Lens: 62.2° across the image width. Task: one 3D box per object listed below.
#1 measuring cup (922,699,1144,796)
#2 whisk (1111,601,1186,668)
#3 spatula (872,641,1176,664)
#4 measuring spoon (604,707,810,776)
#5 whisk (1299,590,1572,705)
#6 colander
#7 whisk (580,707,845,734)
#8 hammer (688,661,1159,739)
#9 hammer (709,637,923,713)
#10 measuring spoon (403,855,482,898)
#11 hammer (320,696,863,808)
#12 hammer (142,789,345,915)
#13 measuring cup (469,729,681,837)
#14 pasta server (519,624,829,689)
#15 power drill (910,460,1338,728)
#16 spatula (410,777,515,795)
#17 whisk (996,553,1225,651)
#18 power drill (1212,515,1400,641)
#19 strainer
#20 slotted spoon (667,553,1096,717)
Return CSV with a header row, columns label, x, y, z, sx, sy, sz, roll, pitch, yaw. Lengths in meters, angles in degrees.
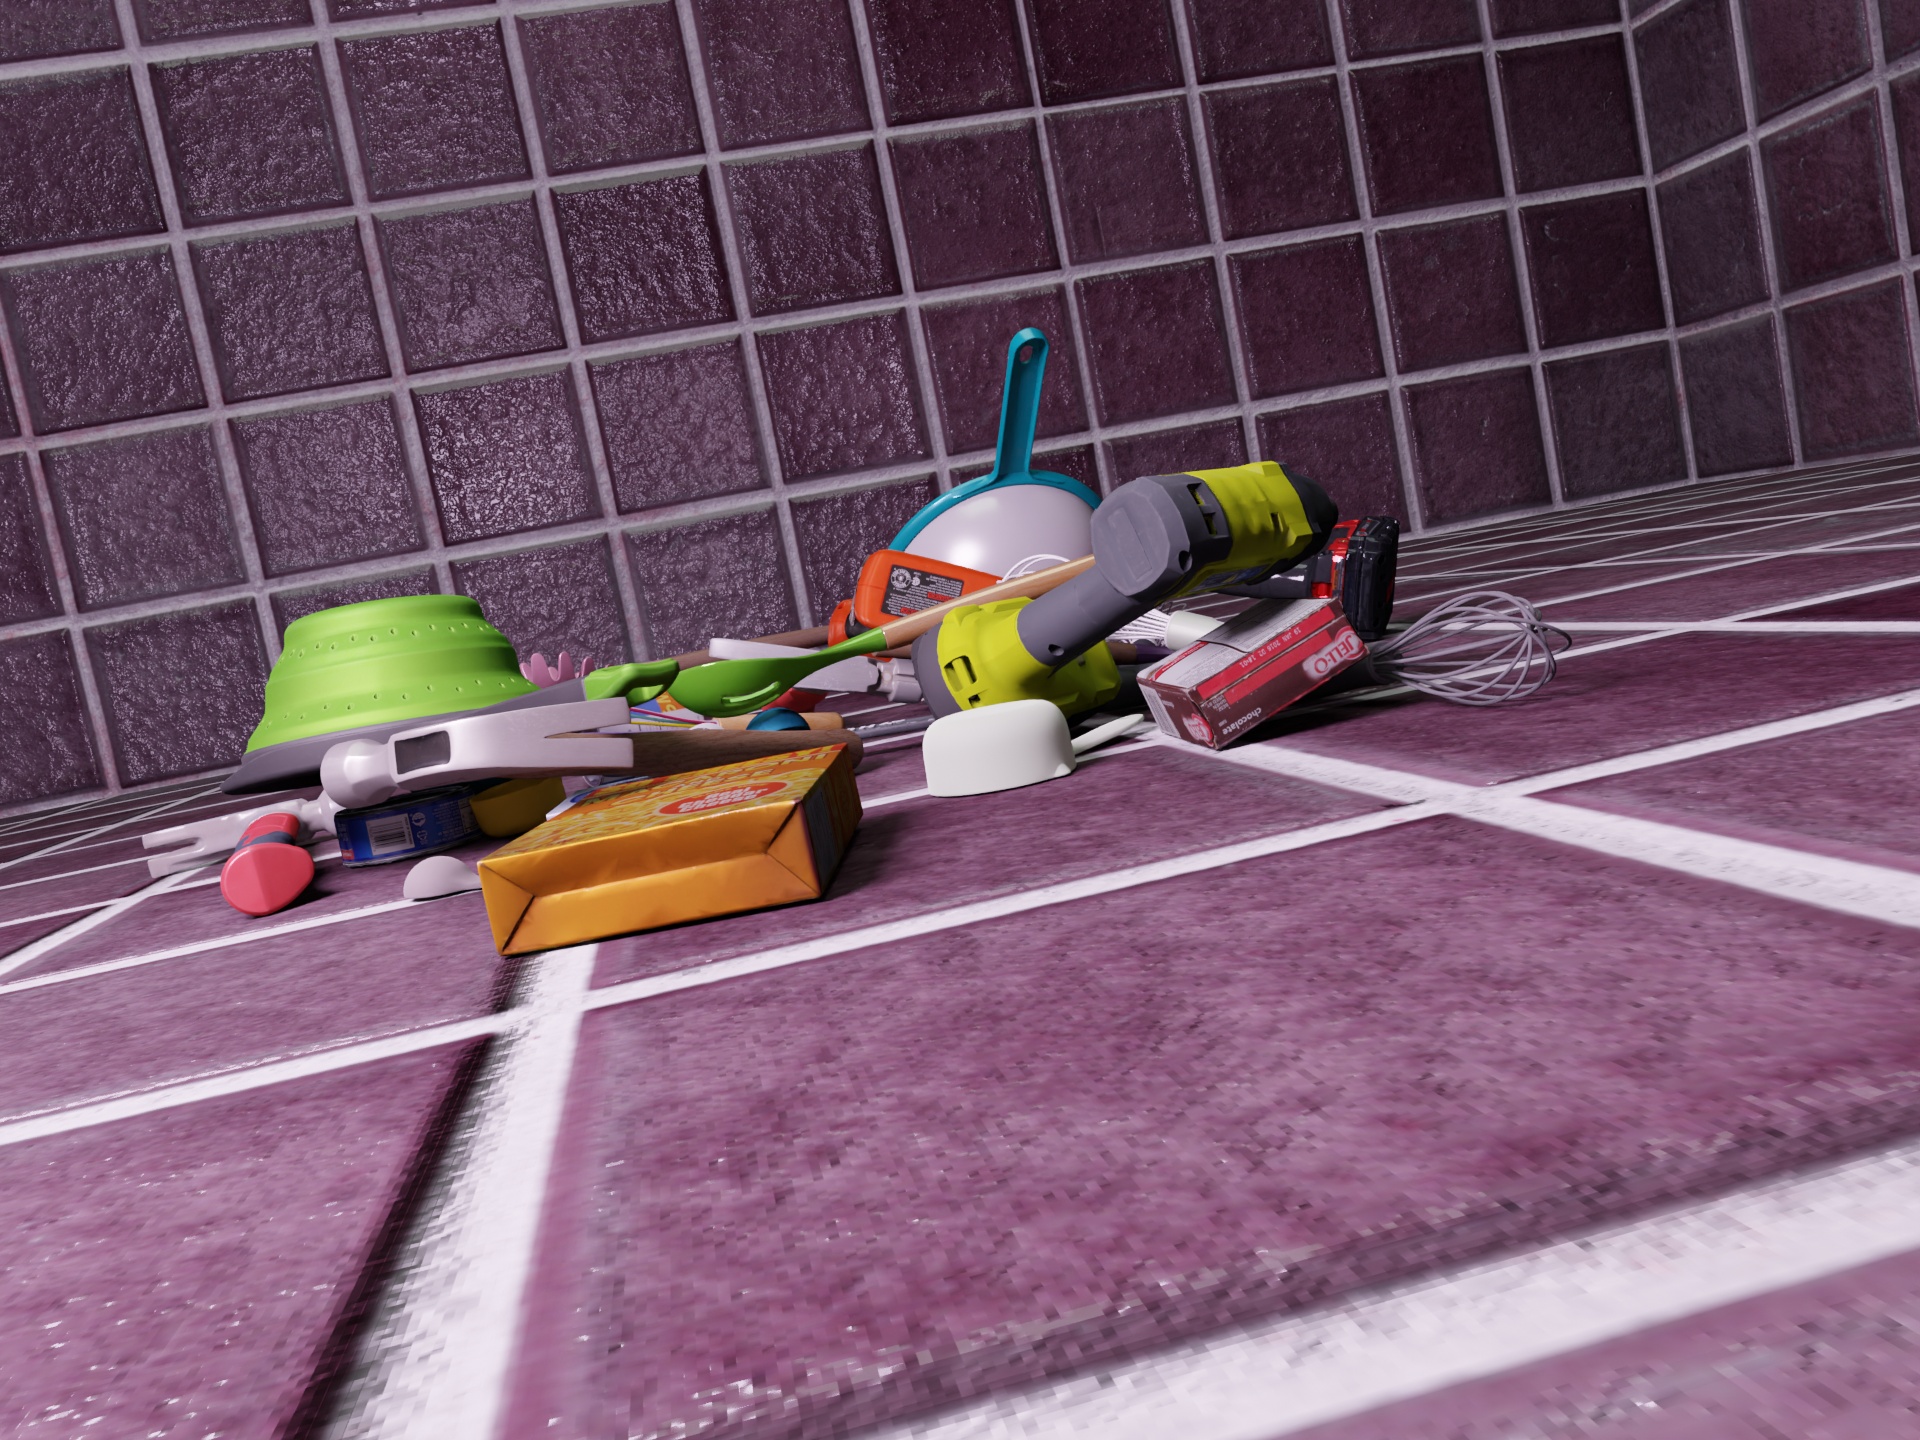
label,x,y,z,sx,sy,sz,roll,pitch,yaw
measuring cup,0.046,0.002,0.835,0.083,0.038,0.167,-6,9,40
whisk,0.144,-0.059,1.228,0.070,0.070,0.285,-10,10,10
spatula,0.092,-0.045,1.057,0.315,0.018,0.060,1,-2,-21
measuring spoon,-0.150,0.011,0.935,0.128,0.021,0.042,-11,-19,-27
whisk,0.219,-0.030,0.815,0.055,0.055,0.239,-13,1,-21
colander,-0.277,-0.030,0.874,0.204,0.094,0.397,-10,-1,-43
whisk,-0.198,0.008,1.146,0.245,0.047,0.051,-2,35,-29
hammer,-0.002,-0.003,1.025,0.409,0.036,0.149,-10,6,7
hammer,-0.134,-0.024,1.248,0.149,0.037,0.359,5,-4,-12
measuring spoon,-0.214,0.069,0.771,0.124,0.018,0.034,-9,5,13
hammer,-0.149,0.016,0.817,0.130,0.031,0.331,-10,-6,29
hammer,-0.450,0.084,0.992,0.143,0.038,0.386,-14,6,-21
measuring cup,-0.239,0.039,1.018,0.062,0.029,0.156,-6,12,46
pasta server,-0.206,-0.051,1.211,0.316,0.040,0.060,-15,4,-43
power drill,0.091,-0.065,0.871,0.171,0.080,0.223,-14,-14,-44
spatula,-0.333,0.042,1.171,0.082,0.044,0.317,-9,4,-6
whisk,0.125,-0.058,0.978,0.246,0.059,0.057,16,-8,32
power drill,0.223,-0.119,1.235,0.220,0.078,0.143,6,18,18
strainer,0.048,-0.135,1.235,0.211,0.340,0.095,-10,48,-16
slotted spoon,-0.022,-0.058,0.955,0.313,0.031,0.070,-19,-13,-14
